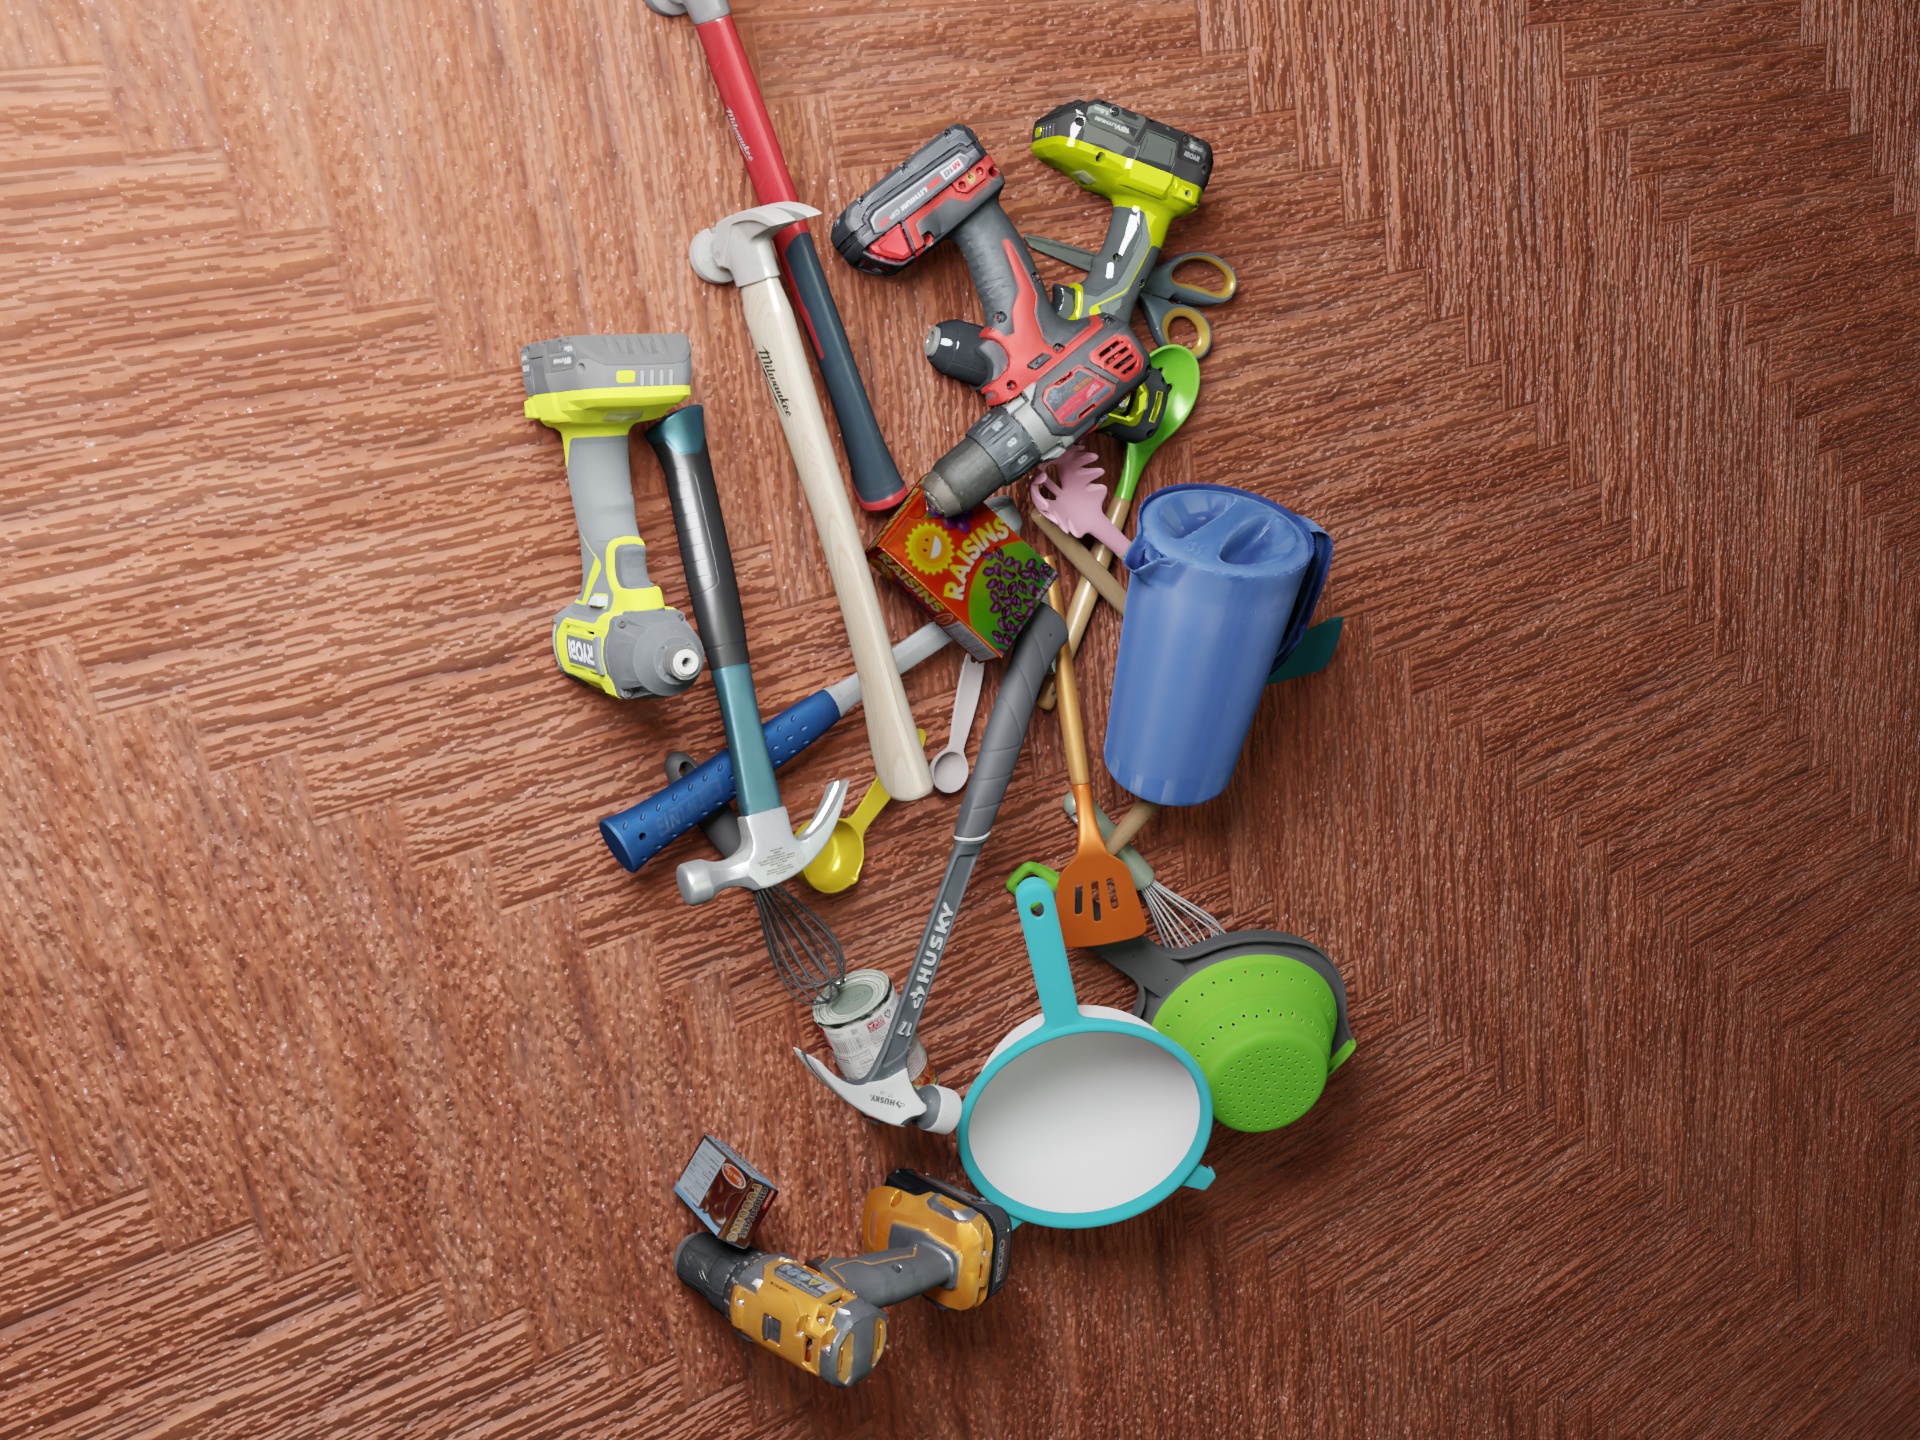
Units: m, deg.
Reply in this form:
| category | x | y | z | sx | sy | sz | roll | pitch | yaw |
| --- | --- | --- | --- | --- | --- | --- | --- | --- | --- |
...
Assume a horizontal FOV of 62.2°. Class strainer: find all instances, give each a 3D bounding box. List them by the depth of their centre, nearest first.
| category | x | y | z | sx | sy | sz | roll | pitch | yaw |
| --- | --- | --- | --- | --- | --- | --- | --- | --- | --- |
| strainer | 0.085 | 0.258 | 1.306 | 0.211 | 0.095 | 0.340 | -13 | 115 | 0 |

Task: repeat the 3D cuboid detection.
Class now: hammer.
| category | x | y | z | sx | sy | sz | roll | pitch | yaw |
| --- | --- | --- | --- | --- | --- | --- | --- | --- | --- |
| hammer | -0.104 | -0.314 | 1.060 | 0.038 | 0.143 | 0.386 | -31 | 120 | -20 |
| hammer | -0.082 | -0.137 | 1.073 | 0.038 | 0.146 | 0.410 | -24 | 107 | -26 |
| hammer | -0.161 | -0.050 | 1.082 | 0.128 | 0.033 | 0.331 | -13 | 91 | -28 |
| hammer | -0.084 | -0.012 | 1.168 | 0.405 | 0.035 | 0.144 | -35 | 115 | -28 |
| hammer | -0.002 | 0.103 | 1.203 | 0.149 | 0.036 | 0.409 | 24 | 82 | -36 |

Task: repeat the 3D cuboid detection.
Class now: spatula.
| category | x | y | z | sx | sy | sz | roll | pitch | yaw |
| --- | --- | --- | --- | --- | --- | --- | --- | --- | --- |
| spatula | 0.092 | 0.027 | 1.292 | 0.081 | 0.041 | 0.322 | -9 | 92 | -2 |
| spatula | 0.222 | 0.020 | 1.378 | 0.317 | 0.044 | 0.082 | -46 | 158 | -23 |

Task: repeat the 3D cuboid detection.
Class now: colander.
| category | x | y | z | sx | sy | sz | roll | pitch | yaw |
| --- | --- | --- | --- | --- | --- | --- | --- | --- | --- |
| colander | 0.196 | 0.248 | 1.366 | 0.396 | 0.095 | 0.204 | 36 | 107 | -24 |

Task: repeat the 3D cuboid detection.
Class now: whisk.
| category | x | y | z | sx | sy | sz | roll | pitch | yaw |
| --- | --- | --- | --- | --- | --- | --- | --- | --- | --- |
| whisk | -0.151 | 0.119 | 1.173 | 0.055 | 0.055 | 0.238 | -40 | 115 | -20 |
| whisk | 0.163 | 0.143 | 1.389 | 0.246 | 0.058 | 0.059 | 49 | 39 | -28 |

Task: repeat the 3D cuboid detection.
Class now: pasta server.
| category | x | y | z | sx | sy | sz | roll | pitch | yaw |
| --- | --- | --- | --- | --- | --- | --- | --- | --- | --- |
| pasta server | 0.149 | -0.125 | 1.279 | 0.315 | 0.040 | 0.060 | 36 | 83 | -43 |

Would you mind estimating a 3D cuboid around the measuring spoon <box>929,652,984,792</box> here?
| category | x | y | z | sx | sy | sz | roll | pitch | yaw |
| --- | --- | --- | --- | --- | --- | --- | --- | --- | --- |
| measuring spoon | -0.002 | -0.004 | 1.264 | 0.034 | 0.018 | 0.124 | 16 | 84 | -35 |

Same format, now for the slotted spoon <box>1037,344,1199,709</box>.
| category | x | y | z | sx | sy | sz | roll | pitch | yaw |
| --- | --- | --- | --- | --- | --- | --- | --- | --- | --- |
| slotted spoon | 0.121 | -0.157 | 1.302 | 0.070 | 0.031 | 0.314 | 19 | 91 | -35 |

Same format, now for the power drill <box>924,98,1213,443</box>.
| category | x | y | z | sx | sy | sz | roll | pitch | yaw |
| --- | --- | --- | --- | --- | --- | --- | --- | --- | --- |
| power drill | 0.085 | -0.338 | 1.198 | 0.190 | 0.080 | 0.228 | 12 | 98 | -22 |

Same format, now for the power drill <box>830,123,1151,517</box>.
| category | x | y | z | sx | sy | sz | roll | pitch | yaw |
| --- | --- | --- | --- | --- | --- | --- | --- | --- | --- |
| power drill | 0.003 | -0.273 | 1.114 | 0.188 | 0.080 | 0.226 | -39 | 103 | -4 |

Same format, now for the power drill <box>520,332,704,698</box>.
| category | x | y | z | sx | sy | sz | roll | pitch | yaw |
| --- | --- | --- | --- | --- | --- | --- | --- | --- | --- |
| power drill | -0.212 | -0.127 | 1.002 | 0.080 | 0.171 | 0.223 | -10 | 103 | -31 |

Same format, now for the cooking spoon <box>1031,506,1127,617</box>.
| category | x | y | z | sx | sy | sz | roll | pitch | yaw |
| --- | --- | --- | --- | --- | --- | --- | --- | --- | --- |
| cooking spoon | 0.150 | -0.082 | 1.323 | 0.318 | 0.017 | 0.069 | 41 | 73 | -41 |

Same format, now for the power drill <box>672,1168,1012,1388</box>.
| category | x | y | z | sx | sy | sz | roll | pitch | yaw |
| --- | --- | --- | --- | --- | --- | --- | --- | --- | --- |
| power drill | -0.091 | 0.417 | 1.223 | 0.226 | 0.185 | 0.084 | -6 | 105 | -52 |

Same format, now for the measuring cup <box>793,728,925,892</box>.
| category | x | y | z | sx | sy | sz | roll | pitch | yaw |
| --- | --- | --- | --- | --- | --- | --- | --- | --- | --- |
| measuring cup | -0.077 | 0.065 | 1.226 | 0.062 | 0.029 | 0.156 | 52 | 60 | -30 |
